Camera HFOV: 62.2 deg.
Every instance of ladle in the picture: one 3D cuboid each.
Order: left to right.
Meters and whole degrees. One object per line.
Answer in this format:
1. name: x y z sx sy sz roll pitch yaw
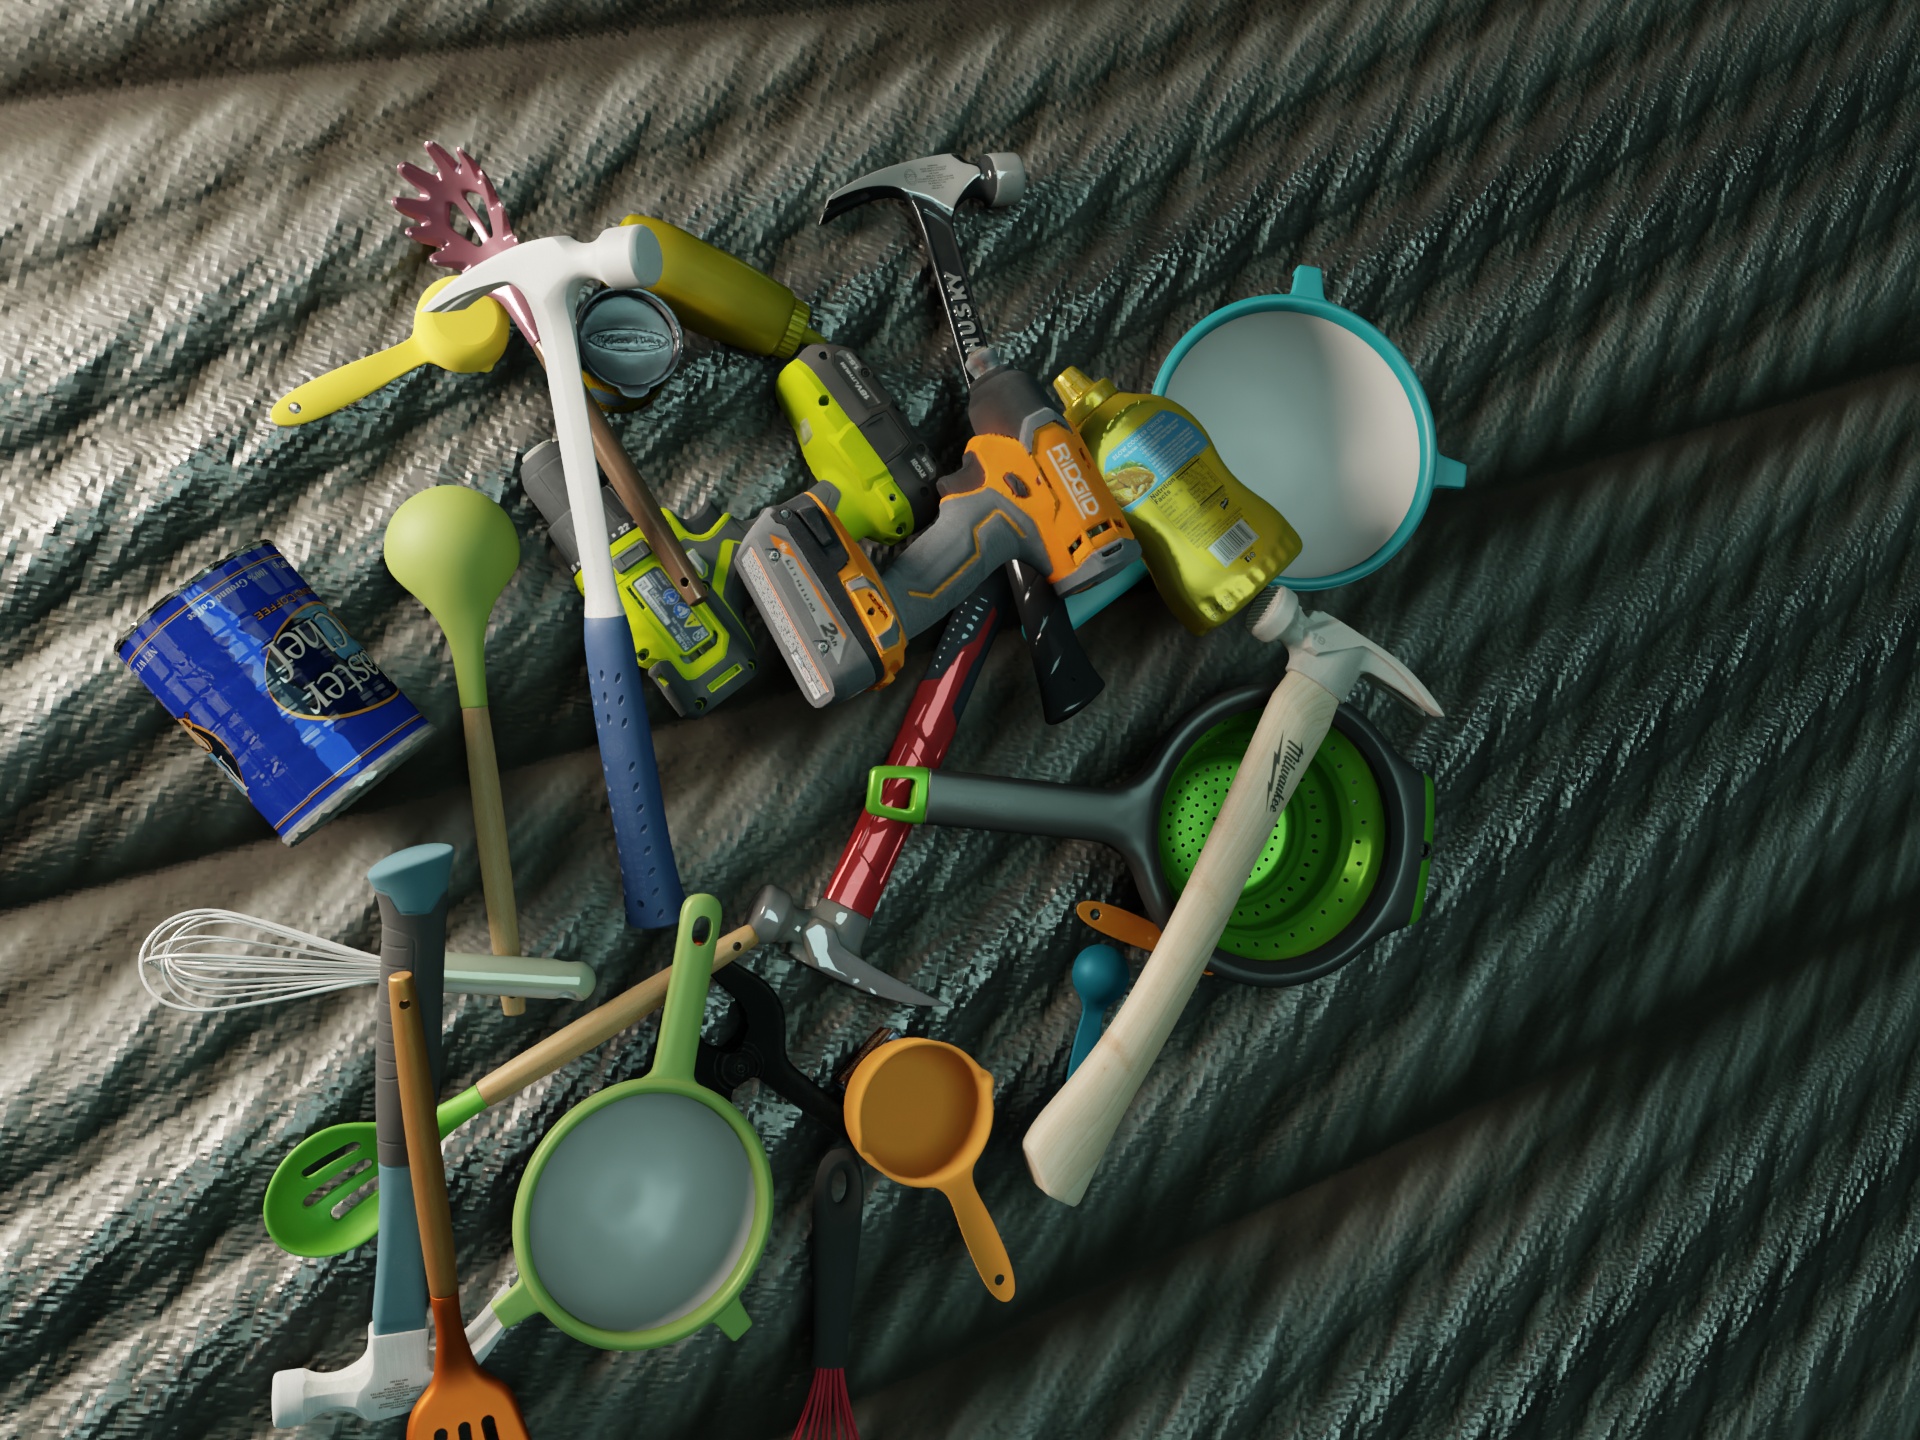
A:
1. ladle: -0.290 0.018 0.958 0.078 0.062 0.320 -8 94 -19

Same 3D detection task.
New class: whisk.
1. whisk: -0.333 0.143 0.908 0.246 0.057 0.059 7 63 -18
2. whisk: -0.081 0.413 0.974 0.073 0.073 0.296 5 84 -21

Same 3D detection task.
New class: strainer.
1. strainer: -0.181 0.228 0.931 0.151 0.069 0.256 14 78 -27
2. strainer: 0.174 -0.151 1.128 0.340 0.095 0.211 -37 90 -10

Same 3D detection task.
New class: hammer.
1. hammer: -0.308 0.230 0.880 0.128 0.033 0.331 1 101 -24
2. hammer: -0.215 -0.073 0.935 0.144 0.035 0.405 -1 105 20
3. hammer: -0.002 -0.003 1.067 0.143 0.038 0.386 29 75 -17
4. hammer: 0.019 -0.194 1.057 0.149 0.036 0.409 -10 77 -19
5. hammer: 0.165 0.124 1.024 0.146 0.038 0.411 31 82 -15

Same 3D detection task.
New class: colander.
1. colander: 0.123 0.066 1.079 0.397 0.094 0.204 7 88 -15

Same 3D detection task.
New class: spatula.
1. spatula: -0.282 0.293 0.864 0.081 0.041 0.322 -8 103 -20

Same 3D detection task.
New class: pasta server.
1. pasta server: -0.238 -0.204 0.947 0.060 0.040 0.316 -33 85 12

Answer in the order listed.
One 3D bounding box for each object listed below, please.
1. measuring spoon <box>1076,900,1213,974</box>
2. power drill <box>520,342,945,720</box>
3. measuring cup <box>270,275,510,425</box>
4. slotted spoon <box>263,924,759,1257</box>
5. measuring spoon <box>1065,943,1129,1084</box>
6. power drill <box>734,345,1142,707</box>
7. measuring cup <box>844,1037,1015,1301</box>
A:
1. measuring spoon: 0.132 0.152 1.119 0.117 0.011 0.021 23 76 -14
2. power drill: -0.143 -0.137 1.007 0.228 0.080 0.190 -38 96 -18
3. measuring cup: -0.343 -0.219 0.960 0.156 0.029 0.062 -35 97 -23
4. slotted spoon: -0.256 0.207 0.932 0.314 0.031 0.070 -31 104 -14
5. measuring spoon: 0.092 0.217 1.088 0.042 0.021 0.129 15 78 -19
6. power drill: -0.018 -0.121 0.964 0.226 0.084 0.164 -28 91 -20
7. measuring cup: -0.012 0.280 0.993 0.095 0.052 0.173 -25 96 -21
